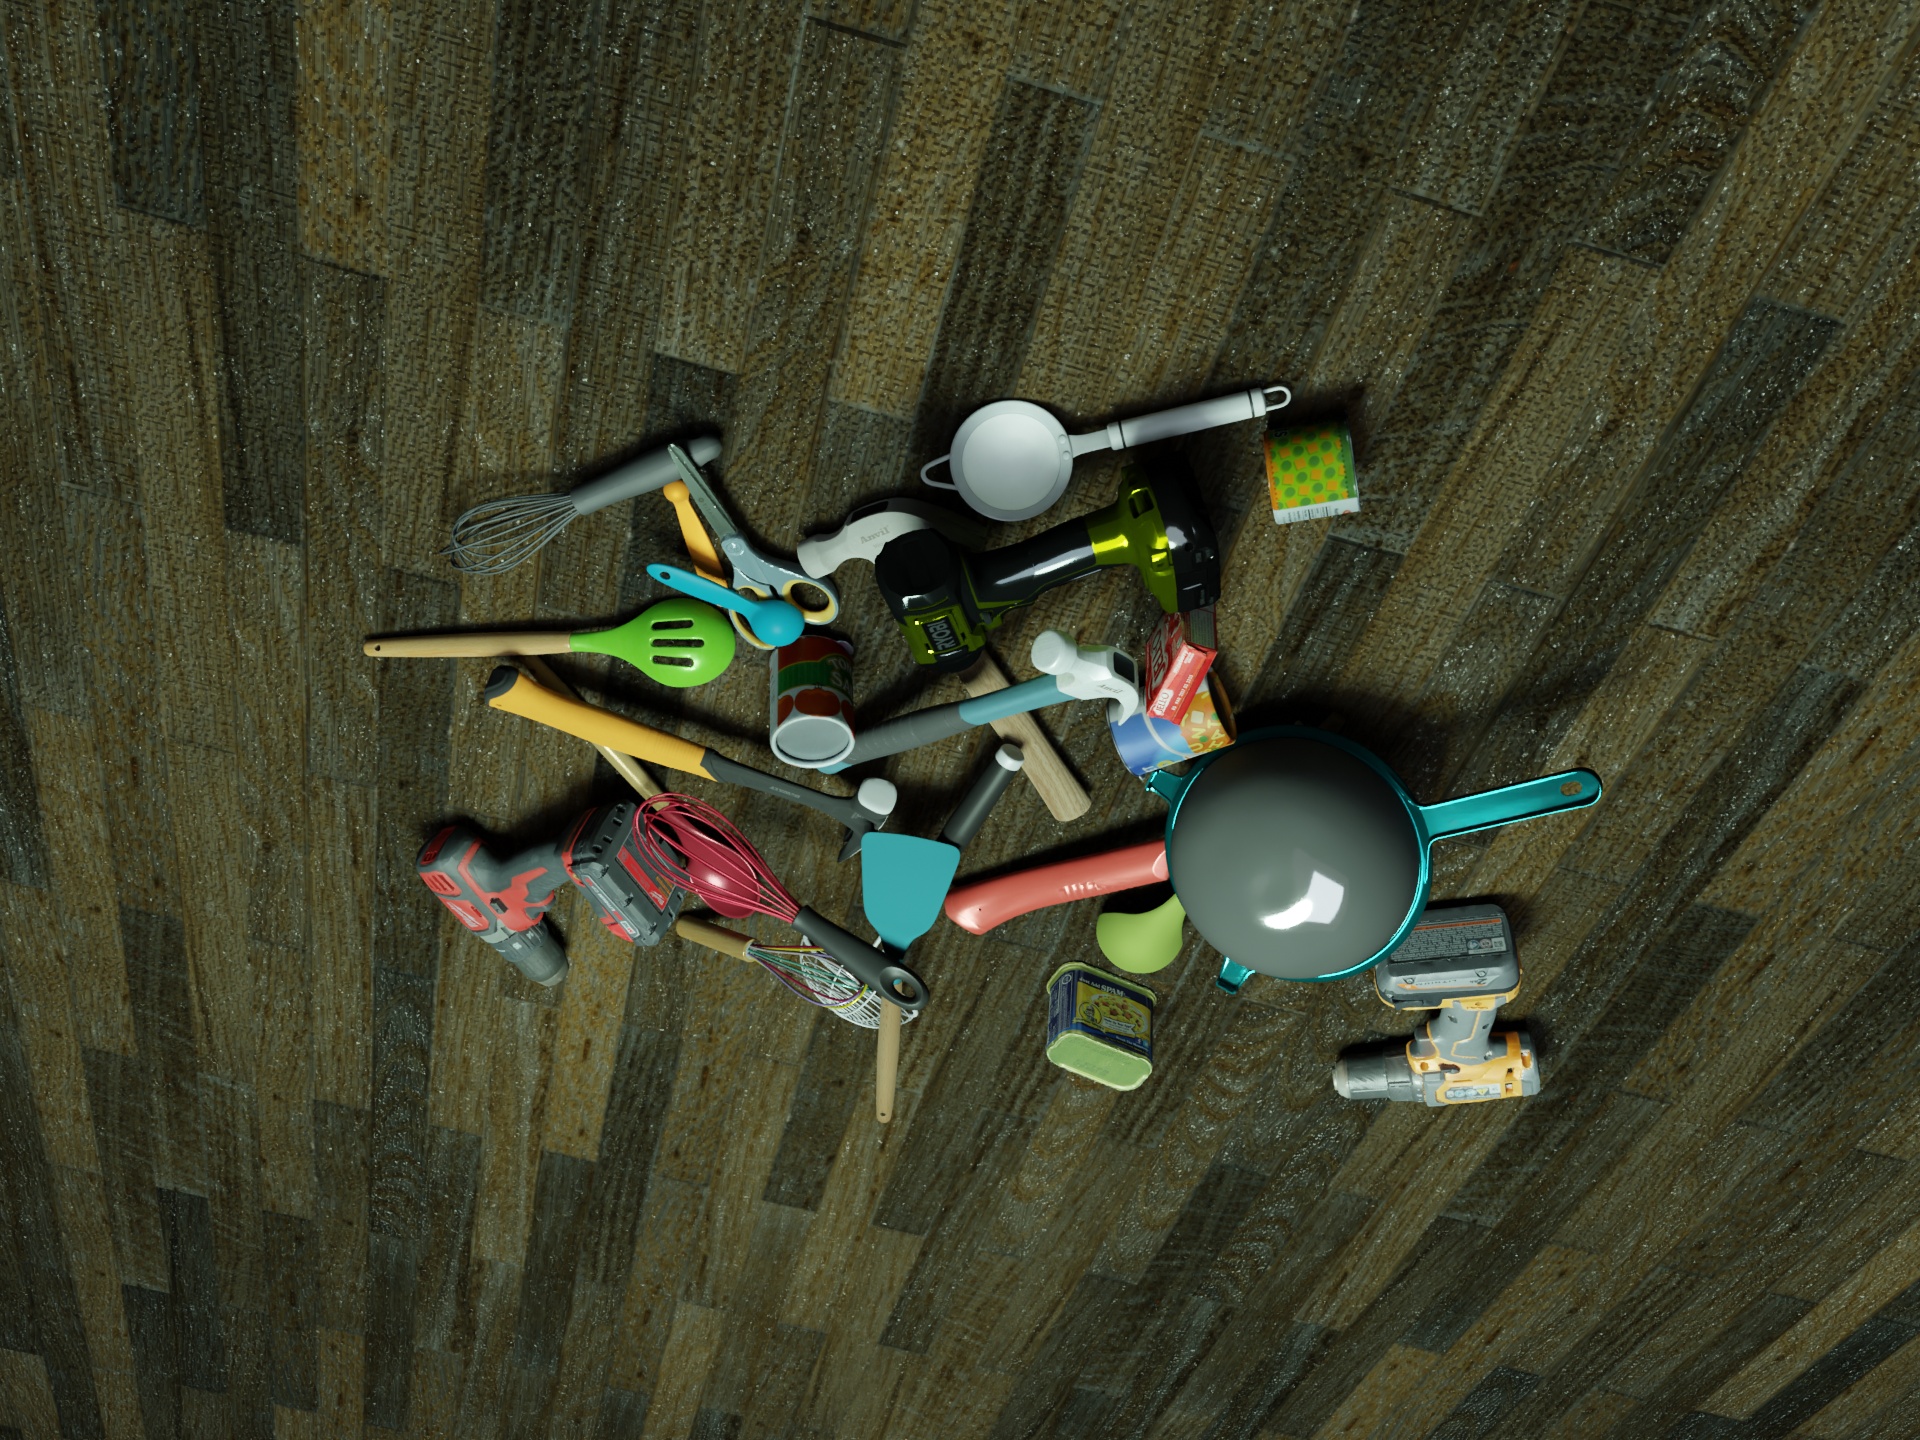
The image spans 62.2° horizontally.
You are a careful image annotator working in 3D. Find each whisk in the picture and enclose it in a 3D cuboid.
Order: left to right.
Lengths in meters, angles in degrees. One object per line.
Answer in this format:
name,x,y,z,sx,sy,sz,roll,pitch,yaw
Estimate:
whisk,-0.282,-0.163,1.175,0.239,0.055,0.055,-19,125,16
whisk,-0.167,0.205,1.406,0.245,0.051,0.047,11,97,41
whisk,-0.150,0.153,1.324,0.296,0.073,0.073,33,129,10

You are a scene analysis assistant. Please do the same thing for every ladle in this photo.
ladle,-0.273,0.057,1.368,0.069,0.031,0.315,-20,122,27
ladle,0.220,0.104,1.347,0.078,0.062,0.320,27,121,-15

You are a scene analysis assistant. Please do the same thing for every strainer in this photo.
strainer,0.101,-0.195,1.108,0.258,0.050,0.087,-12,84,10
strainer,0.300,0.098,1.184,0.340,0.095,0.211,-18,95,29

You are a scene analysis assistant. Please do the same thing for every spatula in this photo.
spatula,-0.056,0.234,1.378,0.082,0.044,0.317,9,126,4

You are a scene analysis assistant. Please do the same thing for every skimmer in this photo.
skimmer,-0.033,0.142,1.385,0.127,0.090,0.363,35,122,3

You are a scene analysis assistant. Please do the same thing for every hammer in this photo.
hammer,-0.225,0.031,1.305,0.336,0.034,0.127,21,151,-10
hammer,-0.002,-0.004,1.209,0.128,0.033,0.331,16,157,-41
hammer,0.016,-0.040,1.251,0.130,0.031,0.331,-21,124,23
hammer,0.143,0.113,1.335,0.359,0.037,0.149,-16,96,28

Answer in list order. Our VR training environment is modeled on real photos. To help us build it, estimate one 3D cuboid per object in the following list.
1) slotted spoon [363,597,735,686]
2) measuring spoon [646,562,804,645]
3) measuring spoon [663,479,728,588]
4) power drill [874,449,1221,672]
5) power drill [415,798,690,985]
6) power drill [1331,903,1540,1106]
slotted spoon,-0.334,-0.060,1.272,0.314,0.031,0.070,-1,93,12
measuring spoon,-0.180,-0.087,1.209,0.128,0.021,0.042,22,135,-19
measuring spoon,-0.200,-0.132,1.212,0.021,0.011,0.116,-7,128,13
power drill,0.064,-0.100,1.117,0.223,0.080,0.171,-17,159,4
power drill,-0.354,0.162,1.421,0.227,0.080,0.187,-11,128,29
power drill,0.419,0.269,1.430,0.185,0.084,0.226,-8,132,15
